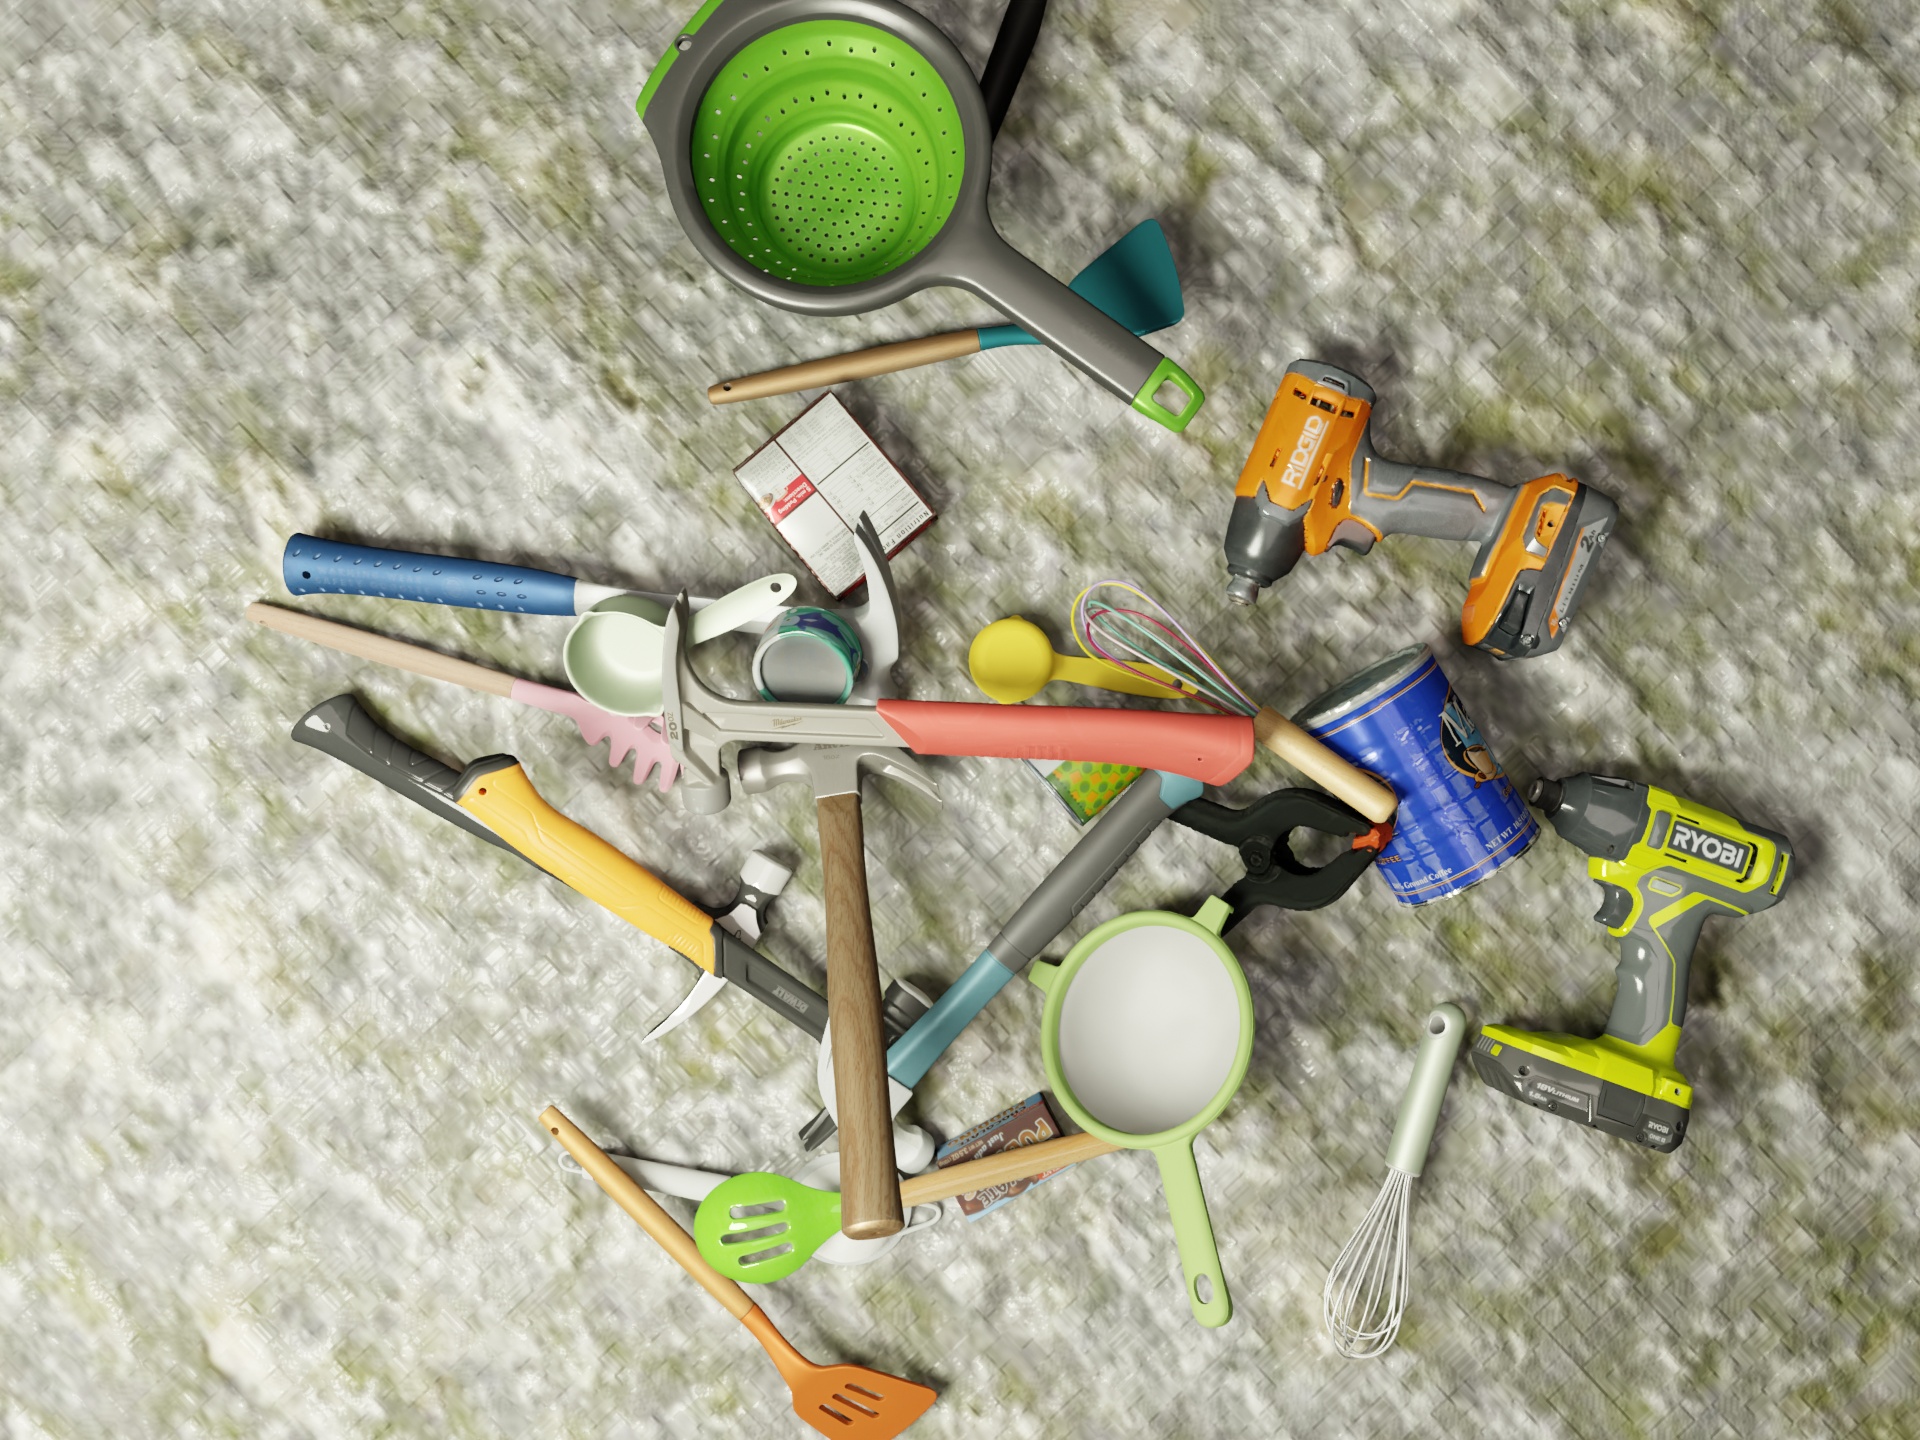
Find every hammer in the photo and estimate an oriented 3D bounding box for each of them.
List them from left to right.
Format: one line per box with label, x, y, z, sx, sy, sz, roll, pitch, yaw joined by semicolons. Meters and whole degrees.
hammer;-0.290;0.082;1.054;0.335;0.035;0.146;29;89;-1
hammer;-0.238;-0.085;1.034;0.405;0.035;0.144;7;122;3
hammer;-0.180;0.138;1.010;0.336;0.034;0.127;39;87;-17
hammer;-0.064;0.147;0.972;0.130;0.031;0.332;-10;57;2
hammer;-0.002;-0.003;0.973;0.359;0.037;0.149;2;121;3
hammer;0.036;0.145;1.021;0.331;0.033;0.128;-47;126;2

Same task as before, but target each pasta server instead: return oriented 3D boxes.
pasta server;-0.324;-0.023;1.051;0.316;0.060;0.040;16;50;1

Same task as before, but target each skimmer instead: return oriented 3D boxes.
skimmer;0.057;-0.554;1.028;0.127;0.090;0.363;22;93;31

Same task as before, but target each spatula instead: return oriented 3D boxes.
spatula;-0.155;0.366;1.044;0.322;0.041;0.081;45;107;-1
spatula;-0.014;-0.254;1.051;0.317;0.044;0.082;-12;70;1

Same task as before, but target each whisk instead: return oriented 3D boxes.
whisk;0.169;-0.010;1.012;0.245;0.051;0.047;37;70;19
whisk;0.294;0.307;1.062;0.059;0.058;0.246;20;87;-35

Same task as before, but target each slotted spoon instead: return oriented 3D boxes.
slotted spoon;-0.016;0.298;1.024;0.313;0.031;0.070;-12;86;-8

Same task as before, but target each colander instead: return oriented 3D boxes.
colander;-0.016;-0.303;1.021;0.397;0.094;0.204;36;88;1

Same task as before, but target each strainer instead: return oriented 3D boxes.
strainer;-0.142;0.317;1.056;0.258;0.050;0.087;10;105;2
strainer;0.141;0.249;1.006;0.151;0.069;0.257;-25;61;26

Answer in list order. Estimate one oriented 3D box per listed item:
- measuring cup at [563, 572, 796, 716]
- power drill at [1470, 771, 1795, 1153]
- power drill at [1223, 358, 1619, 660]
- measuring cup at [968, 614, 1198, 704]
measuring cup;-0.171;-0.061;0.997;0.167;0.038;0.083;-24;115;18
power drill;0.430;0.153;1.047;0.171;0.080;0.223;20;86;-2
power drill;0.289;-0.119;1.040;0.226;0.084;0.164;24;90;3
measuring cup;0.083;-0.033;1.060;0.156;0.029;0.062;8;90;0
